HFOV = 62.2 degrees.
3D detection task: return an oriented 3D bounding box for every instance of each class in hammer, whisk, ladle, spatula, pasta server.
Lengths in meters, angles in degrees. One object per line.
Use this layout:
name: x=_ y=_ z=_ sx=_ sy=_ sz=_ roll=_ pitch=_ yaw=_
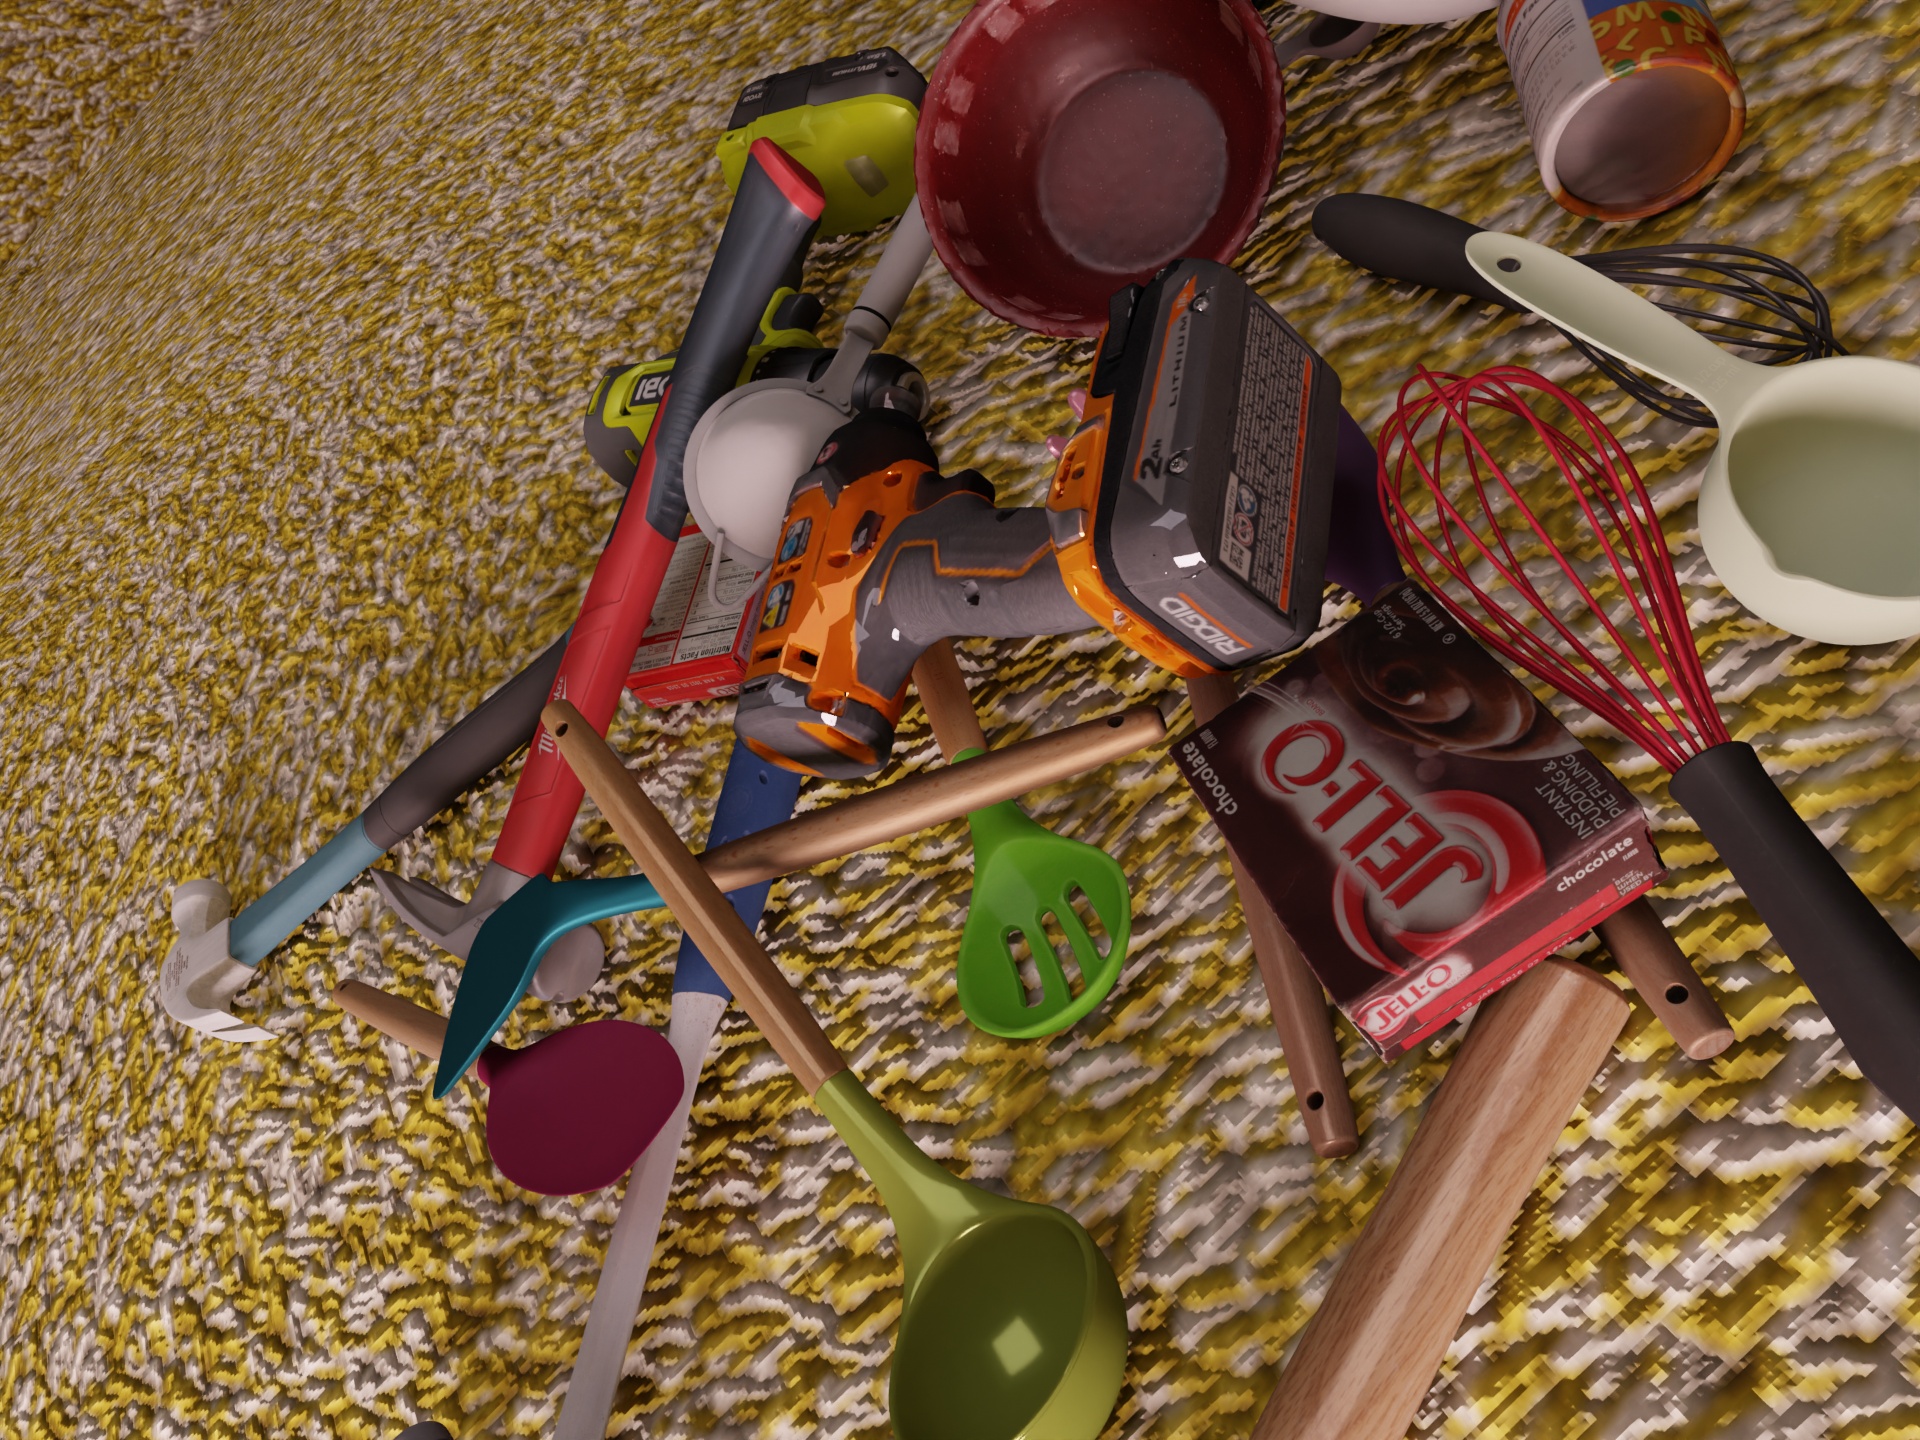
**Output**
hammer: x=-0.155 y=-0.078 z=0.719 sx=0.143 sy=0.038 sz=0.386 roll=16 pitch=85 yaw=40
whisk: x=0.197 y=-0.150 z=0.543 sx=0.055 sy=0.055 sz=0.239 roll=-47 pitch=38 yaw=2
ladle: x=-0.061 y=0.095 z=0.506 sx=0.078 sy=0.062 sz=0.320 roll=-45 pitch=61 yaw=5
spatula: x=0.147 y=-0.022 z=0.508 sx=0.060 sy=0.018 sz=0.316 roll=-37 pitch=42 yaw=15
hammer: x=-0.288 y=0.046 z=0.810 sx=0.331 sy=0.033 sz=0.128 roll=-38 pitch=43 yaw=12
hammer: x=0.075 y=0.204 z=0.396 sx=0.130 sy=0.031 sz=0.331 roll=21 pitch=75 yaw=46
pasta server: x=0.082 y=-0.006 z=0.537 sx=0.060 sy=0.040 sz=0.317 roll=-33 pitch=45 yaw=28
spatula: x=-0.072 y=0.056 z=0.577 sx=0.317 sy=0.044 sz=0.082 roll=-19 pitch=41 yaw=18
hammer: x=-0.096 y=0.116 z=0.599 sx=0.144 sy=0.035 sz=0.406 roll=-10 pitch=55 yaw=35
whisk: x=0.191 y=-0.001 z=0.429 sx=0.073 sy=0.073 sz=0.296 roll=-33 pitch=50 yaw=17

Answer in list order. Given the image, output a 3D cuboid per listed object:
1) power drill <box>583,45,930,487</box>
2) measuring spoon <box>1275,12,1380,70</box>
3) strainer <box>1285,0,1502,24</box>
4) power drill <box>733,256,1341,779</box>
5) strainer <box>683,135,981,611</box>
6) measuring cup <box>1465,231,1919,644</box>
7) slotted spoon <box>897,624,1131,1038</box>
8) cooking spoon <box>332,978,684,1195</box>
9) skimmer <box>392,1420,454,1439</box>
power drill: x=-0.075 y=-0.219 z=0.794 sx=0.191 sy=0.080 sz=0.229 roll=1 pitch=64 yaw=35
measuring spoon: x=0.135 y=-0.284 z=0.715 sx=0.124 sy=0.018 sz=0.034 roll=-23 pitch=45 yaw=35
strainer: x=0.148 y=-0.295 z=0.576 sx=0.211 sy=0.095 sz=0.340 roll=15 pitch=38 yaw=17
power drill: x=0.017 y=-0.075 z=0.562 sx=0.226 sy=0.084 sz=0.164 roll=-15 pitch=55 yaw=43
strainer: x=-0.045 y=-0.164 z=0.686 sx=0.258 sy=0.087 sz=0.050 roll=-65 pitch=5 yaw=-16
measuring cup: x=0.208 y=-0.084 z=0.445 sx=0.083 sy=0.038 sz=0.168 roll=-42 pitch=65 yaw=-13
slotted spoon: x=-0.001 y=-0.002 z=0.612 sx=0.070 sy=0.031 sz=0.314 roll=-36 pitch=42 yaw=14
cooking spoon: x=-0.199 y=0.135 z=0.646 sx=0.319 sy=0.017 sz=0.069 roll=2 pitch=47 yaw=51
skimmer: x=-0.097 y=0.324 z=0.385 sx=0.364 sy=0.090 sz=0.127 roll=37 pitch=125 yaw=42
